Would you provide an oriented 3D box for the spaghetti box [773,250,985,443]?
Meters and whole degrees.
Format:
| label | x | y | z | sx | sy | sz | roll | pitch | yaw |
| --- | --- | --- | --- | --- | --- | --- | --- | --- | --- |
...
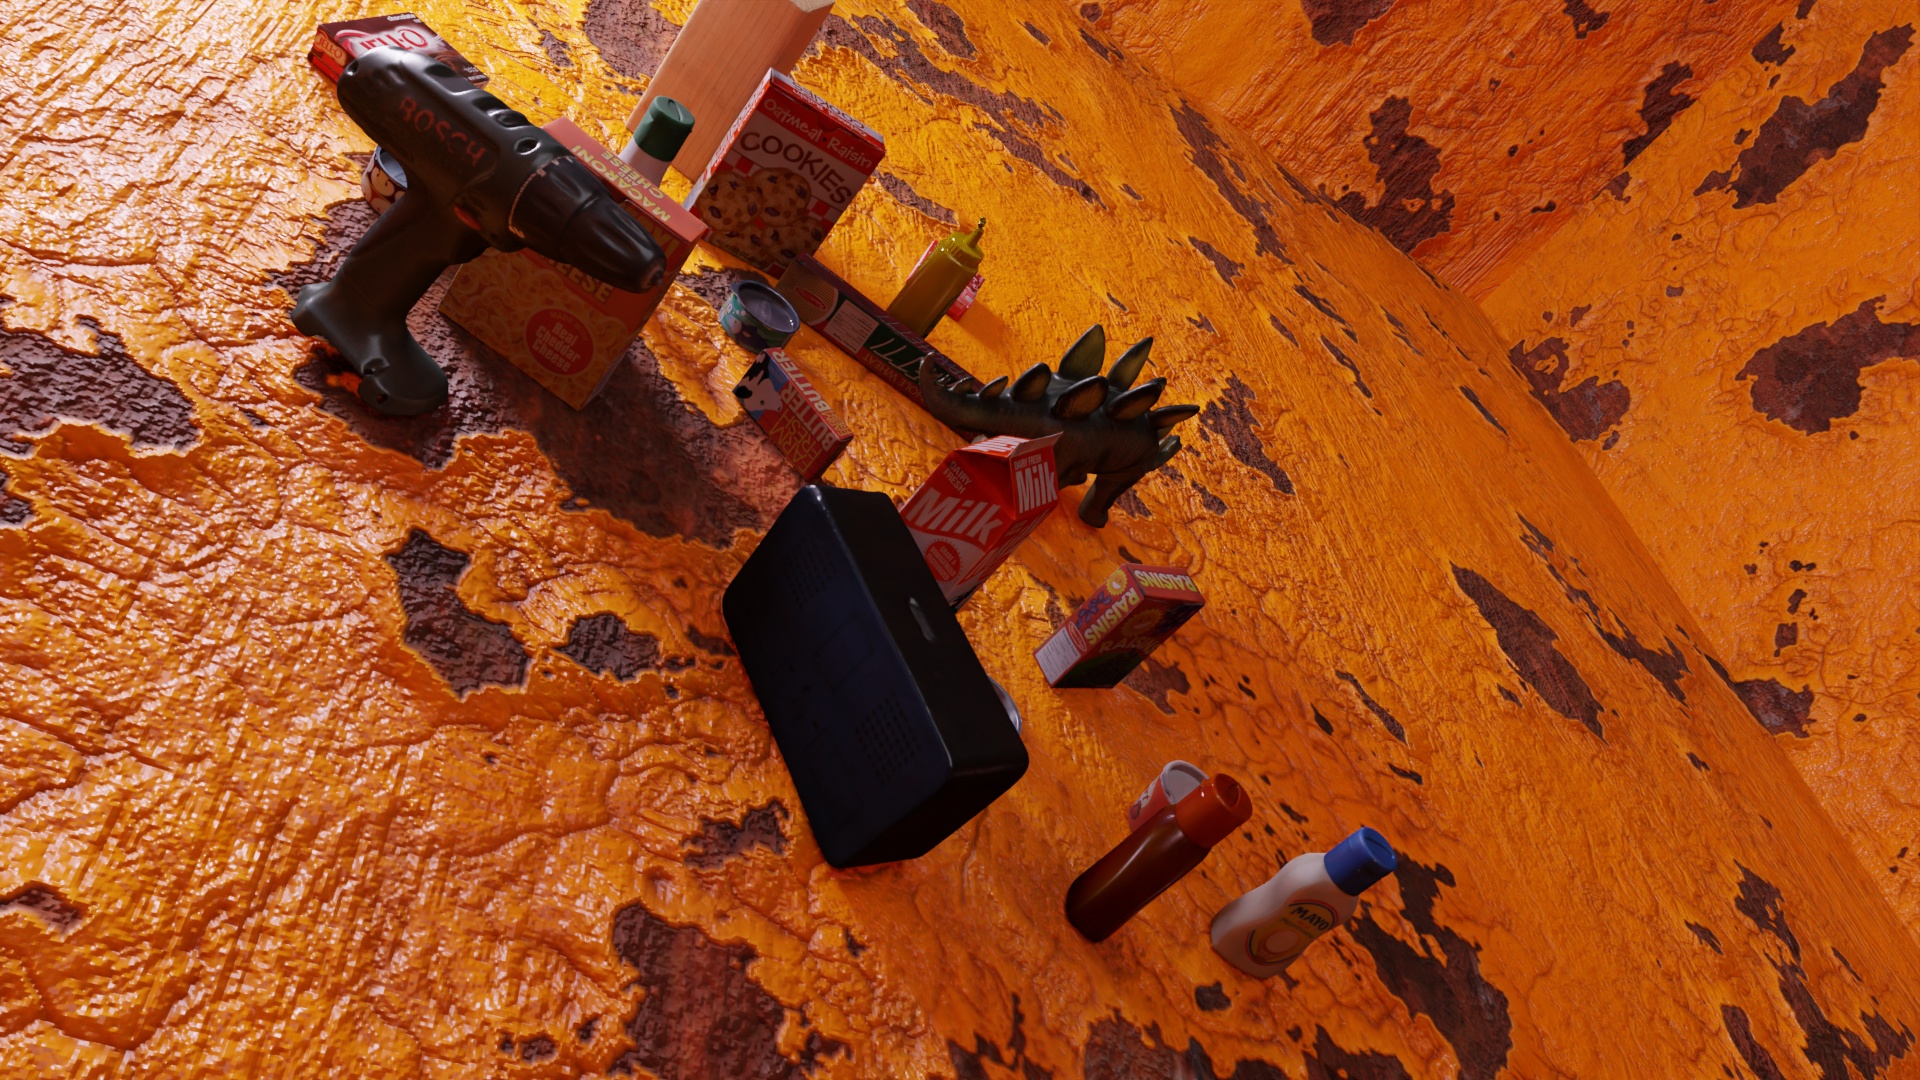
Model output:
| label | x | y | z | sx | sy | sz | roll | pitch | yaw |
| --- | --- | --- | --- | --- | --- | --- | --- | --- | --- |
| spaghetti box | -0.064 | -0.179 | 1.320 | 0.250 | 0.050 | 0.029 | 35 | 30 | -12 |

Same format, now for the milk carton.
| label | x | y | z | sx | sy | sz | roll | pitch | yaw |
| --- | --- | --- | --- | --- | --- | --- | --- | --- | --- |
| milk carton | 0.004 | -0.013 | 1.044 | 0.073 | 0.189 | 0.072 | 49 | 30 | 12 |

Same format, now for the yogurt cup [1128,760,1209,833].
| label | x | y | z | sx | sy | sz | roll | pitch | yaw |
| --- | --- | --- | --- | --- | --- | --- | --- | --- | --- |
| yogurt cup | 0.168 | 0.214 | 1.080 | 0.072 | 0.053 | 0.073 | 30 | 32 | -21 |

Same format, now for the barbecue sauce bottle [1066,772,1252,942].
| label | x | y | z | sx | sy | sz | roll | pitch | yaw |
| --- | --- | --- | --- | --- | --- | --- | --- | --- | --- |
| barbecue sauce bottle | 0.135 | 0.214 | 0.947 | 0.043 | 0.148 | 0.065 | 44 | 30 | 3 |

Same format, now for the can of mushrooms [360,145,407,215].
| label | x | y | z | sx | sy | sz | roll | pitch | yaw |
| --- | --- | --- | --- | --- | --- | --- | --- | --- | --- |
| can of mushrooms | -0.410 | -0.264 | 1.042 | 0.071 | 0.033 | 0.071 | 30 | 32 | -21 |

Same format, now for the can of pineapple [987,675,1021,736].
| label | x | y | z | sx | sy | sz | roll | pitch | yaw |
| --- | --- | --- | --- | --- | --- | --- | --- | --- | --- |
| can of pineapple | 0.001 | 0.134 | 0.982 | 0.071 | 0.057 | 0.071 | 30 | 32 | -21 |

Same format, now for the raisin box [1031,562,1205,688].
| label | x | y | z | sx | sy | sz | roll | pitch | yaw |
| --- | --- | --- | --- | --- | --- | --- | --- | --- | --- |
| raisin box | 0.131 | 0.073 | 1.150 | 0.086 | 0.123 | 0.040 | 8 | 44 | -45 |

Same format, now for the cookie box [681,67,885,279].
| label | x | y | z | sx | sy | sz | roll | pitch | yaw |
| --- | --- | --- | --- | --- | --- | --- | --- | --- | --- |
| cookie box | -0.165 | -0.332 | 1.282 | 0.123 | 0.166 | 0.040 | 25 | 34 | -28 |

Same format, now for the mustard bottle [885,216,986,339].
| label | x | y | z | sx | sy | sz | roll | pitch | yaw |
| --- | --- | --- | --- | --- | --- | --- | --- | --- | --- |
| mustard bottle | -0.021 | -0.251 | 1.353 | 0.049 | 0.159 | 0.065 | 40 | 30 | -5 |

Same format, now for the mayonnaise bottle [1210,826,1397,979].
| label | x | y | z | sx | sy | sz | roll | pitch | yaw |
| --- | --- | --- | --- | --- | --- | --- | --- | --- | --- |
| mayonnaise bottle | 0.254 | 0.265 | 1.020 | 0.065 | 0.147 | 0.041 | 33 | 31 | -16 |

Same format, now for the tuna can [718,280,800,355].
| label | x | y | z | sx | sy | sz | roll | pitch | yaw |
| --- | --- | --- | --- | --- | --- | --- | --- | --- | --- |
| tuna can | -0.180 | -0.196 | 1.225 | 0.071 | 0.032 | 0.071 | 30 | 32 | -21 |

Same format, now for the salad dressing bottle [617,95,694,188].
| label | x | y | z | sx | sy | sz | roll | pitch | yaw |
| --- | --- | --- | --- | --- | --- | --- | --- | --- | --- |
| salad dressing bottle | -0.267 | -0.293 | 1.131 | 0.044 | 0.147 | 0.064 | 13 | 40 | -41 |

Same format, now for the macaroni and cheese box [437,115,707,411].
| label | x | y | z | sx | sy | sz | roll | pitch | yaw |
| --- | --- | --- | --- | --- | --- | --- | --- | --- | --- |
| macaroni and cheese box | -0.273 | -0.190 | 0.973 | 0.123 | 0.165 | 0.040 | 37 | 30 | -10 |

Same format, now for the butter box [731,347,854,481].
| label | x | y | z | sx | sy | sz | roll | pitch | yaw |
| --- | --- | --- | --- | --- | --- | --- | --- | --- | --- |
| butter box | -0.137 | -0.103 | 1.134 | 0.103 | 0.053 | 0.024 | 49 | 30 | 12 |
